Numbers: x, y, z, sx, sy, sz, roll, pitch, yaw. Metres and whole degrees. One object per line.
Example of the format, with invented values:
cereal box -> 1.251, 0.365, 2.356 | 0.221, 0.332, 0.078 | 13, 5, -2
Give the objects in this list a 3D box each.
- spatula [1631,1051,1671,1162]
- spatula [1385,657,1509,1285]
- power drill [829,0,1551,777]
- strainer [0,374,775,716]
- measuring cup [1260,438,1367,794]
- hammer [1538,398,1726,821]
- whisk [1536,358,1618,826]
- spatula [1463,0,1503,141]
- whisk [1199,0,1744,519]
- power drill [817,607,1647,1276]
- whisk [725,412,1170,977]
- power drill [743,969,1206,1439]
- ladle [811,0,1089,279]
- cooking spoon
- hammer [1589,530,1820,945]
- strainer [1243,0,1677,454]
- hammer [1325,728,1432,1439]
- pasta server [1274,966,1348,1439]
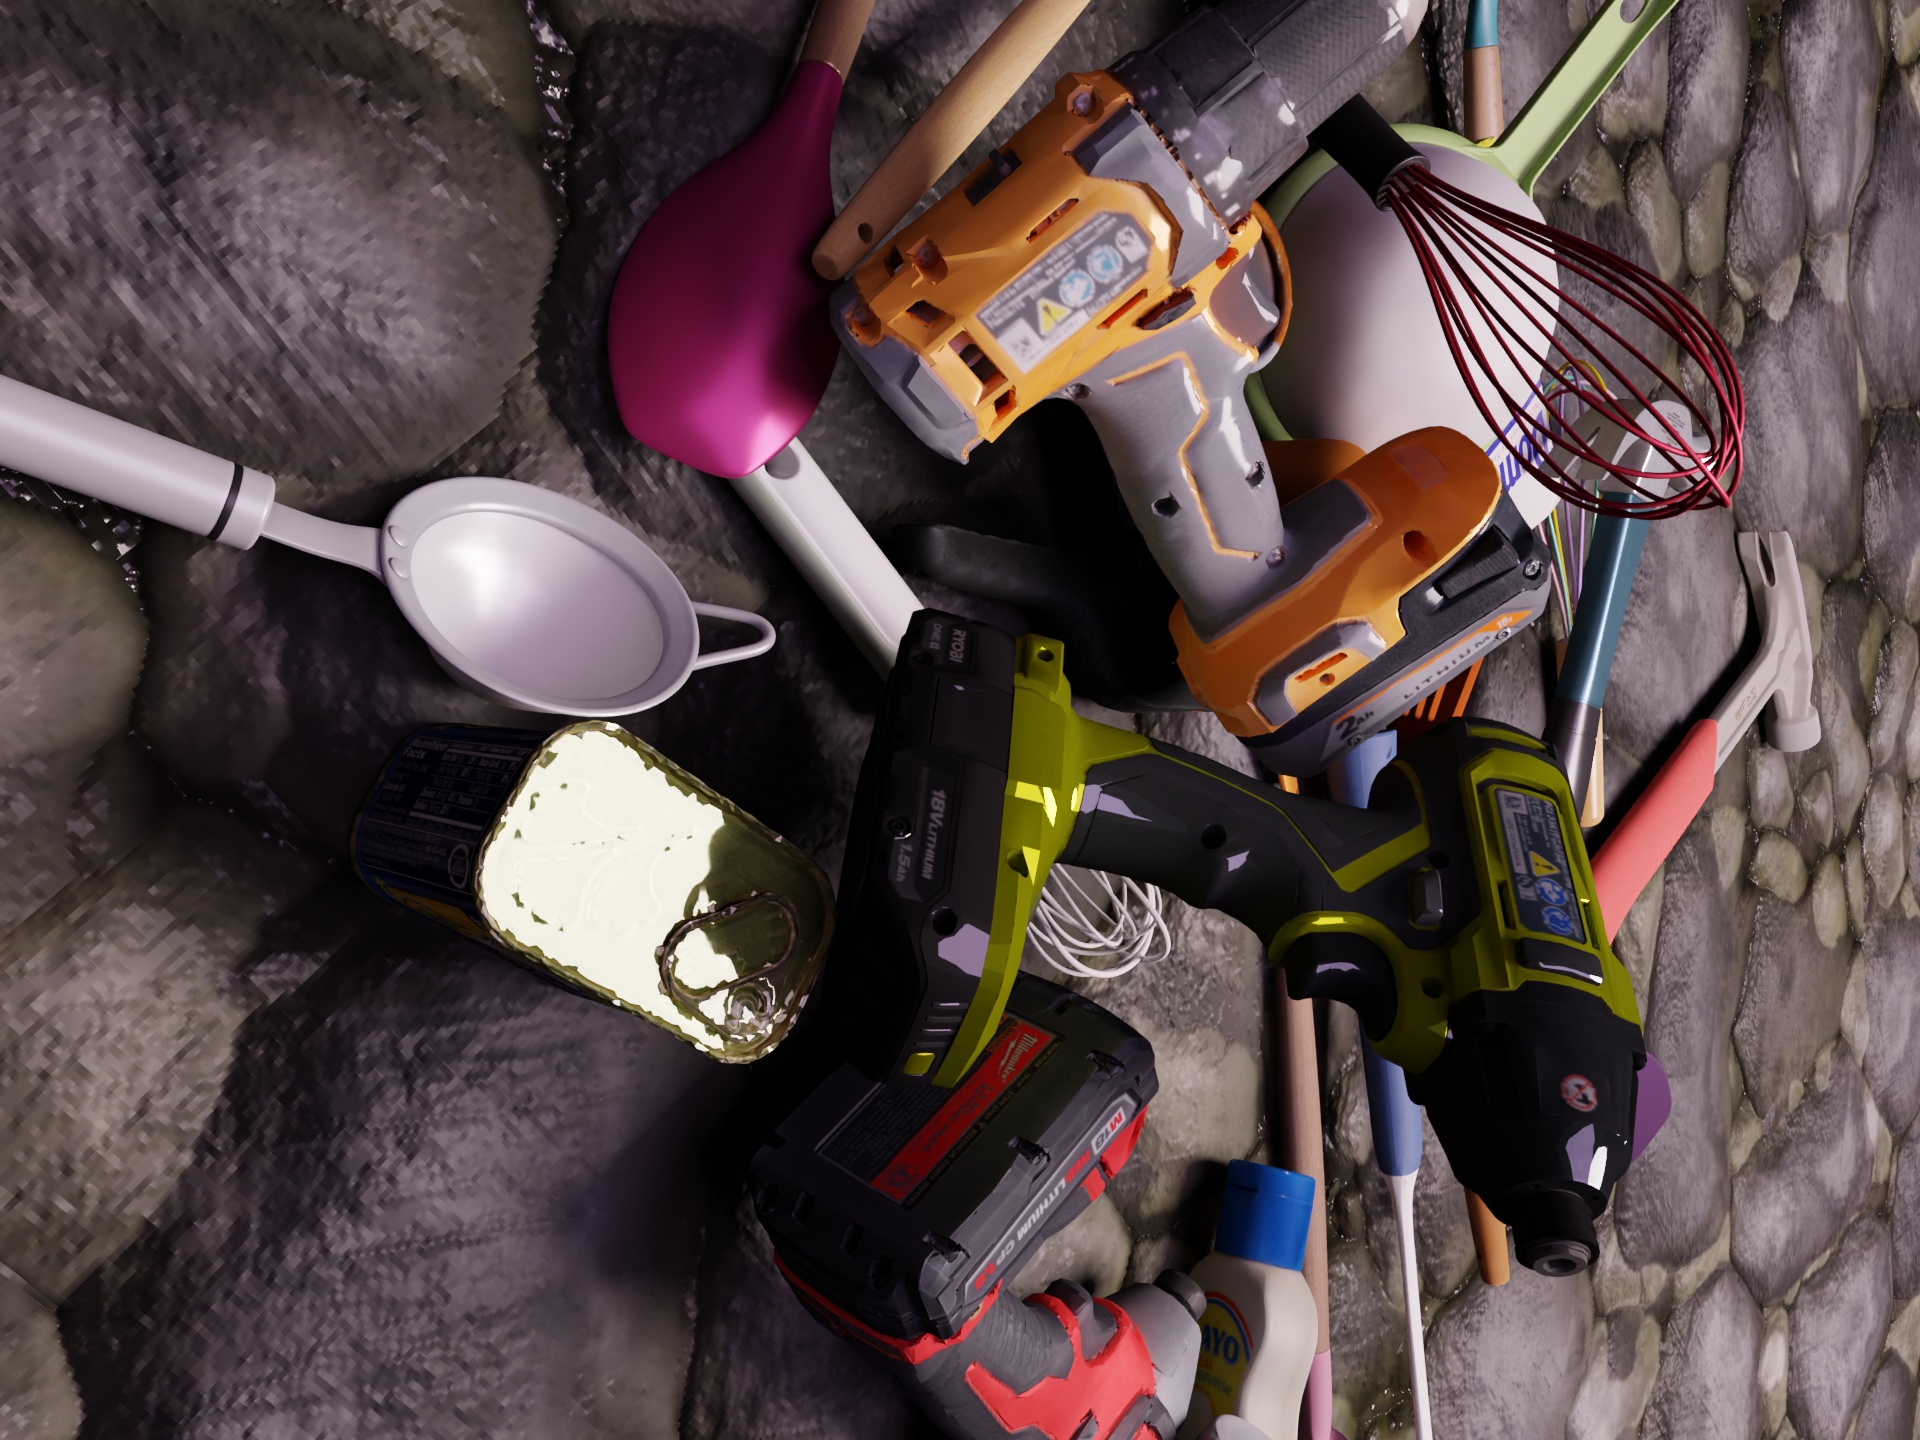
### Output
spatula -> 0.303, 0.161, 0.831 | 0.315, 0.018, 0.060 | 37, 89, -36
spatula -> 0.228, 0.099, 0.717 | 0.041, 0.081, 0.322 | -11, 97, -8
power drill -> 0.098, -0.106, 0.491 | 0.185, 0.084, 0.226 | -38, 123, 14
strainer -> -0.165, -0.048, 0.382 | 0.258, 0.050, 0.087 | 21, 36, -34
measuring cup -> 0.147, -0.031, 0.644 | 0.095, 0.052, 0.173 | -58, 140, -54
hammer -> 0.293, 0.006, 0.761 | 0.128, 0.033, 0.331 | 15, 88, -43
whisk -> 0.320, -0.062, 0.821 | 0.051, 0.047, 0.245 | -19, 108, -41
spatula -> 0.236, -0.286, 0.747 | 0.082, 0.044, 0.317 | -23, 112, -39
whisk -> 0.168, -0.177, 0.561 | 0.073, 0.073, 0.296 | -3, 51, -42
power drill -> 0.080, 0.058, 0.453 | 0.223, 0.080, 0.171 | 13, 46, -7
whisk -> -0.001, -0.002, 0.530 | 0.058, 0.059, 0.246 | -50, 118, -25
power drill -> 0.023, 0.192, 0.526 | 0.143, 0.079, 0.219 | -41, 131, -32
ladle -> 0.035, -0.246, 0.544 | 0.069, 0.031, 0.315 | 52, 55, -28
cooking spoon -> -0.037, -0.223, 0.496 | 0.068, 0.017, 0.319 | 21, 74, -19
hammer -> 0.412, 0.031, 0.913 | 0.359, 0.037, 0.149 | -38, 116, -35
strainer -> 0.220, -0.202, 0.632 | 0.151, 0.069, 0.256 | 37, 93, -24
hammer -> 0.194, 0.206, 0.703 | 0.144, 0.035, 0.405 | -9, 94, -70
pasta server -> 0.160, 0.248, 0.695 | 0.060, 0.040, 0.316 | -18, 104, -70
